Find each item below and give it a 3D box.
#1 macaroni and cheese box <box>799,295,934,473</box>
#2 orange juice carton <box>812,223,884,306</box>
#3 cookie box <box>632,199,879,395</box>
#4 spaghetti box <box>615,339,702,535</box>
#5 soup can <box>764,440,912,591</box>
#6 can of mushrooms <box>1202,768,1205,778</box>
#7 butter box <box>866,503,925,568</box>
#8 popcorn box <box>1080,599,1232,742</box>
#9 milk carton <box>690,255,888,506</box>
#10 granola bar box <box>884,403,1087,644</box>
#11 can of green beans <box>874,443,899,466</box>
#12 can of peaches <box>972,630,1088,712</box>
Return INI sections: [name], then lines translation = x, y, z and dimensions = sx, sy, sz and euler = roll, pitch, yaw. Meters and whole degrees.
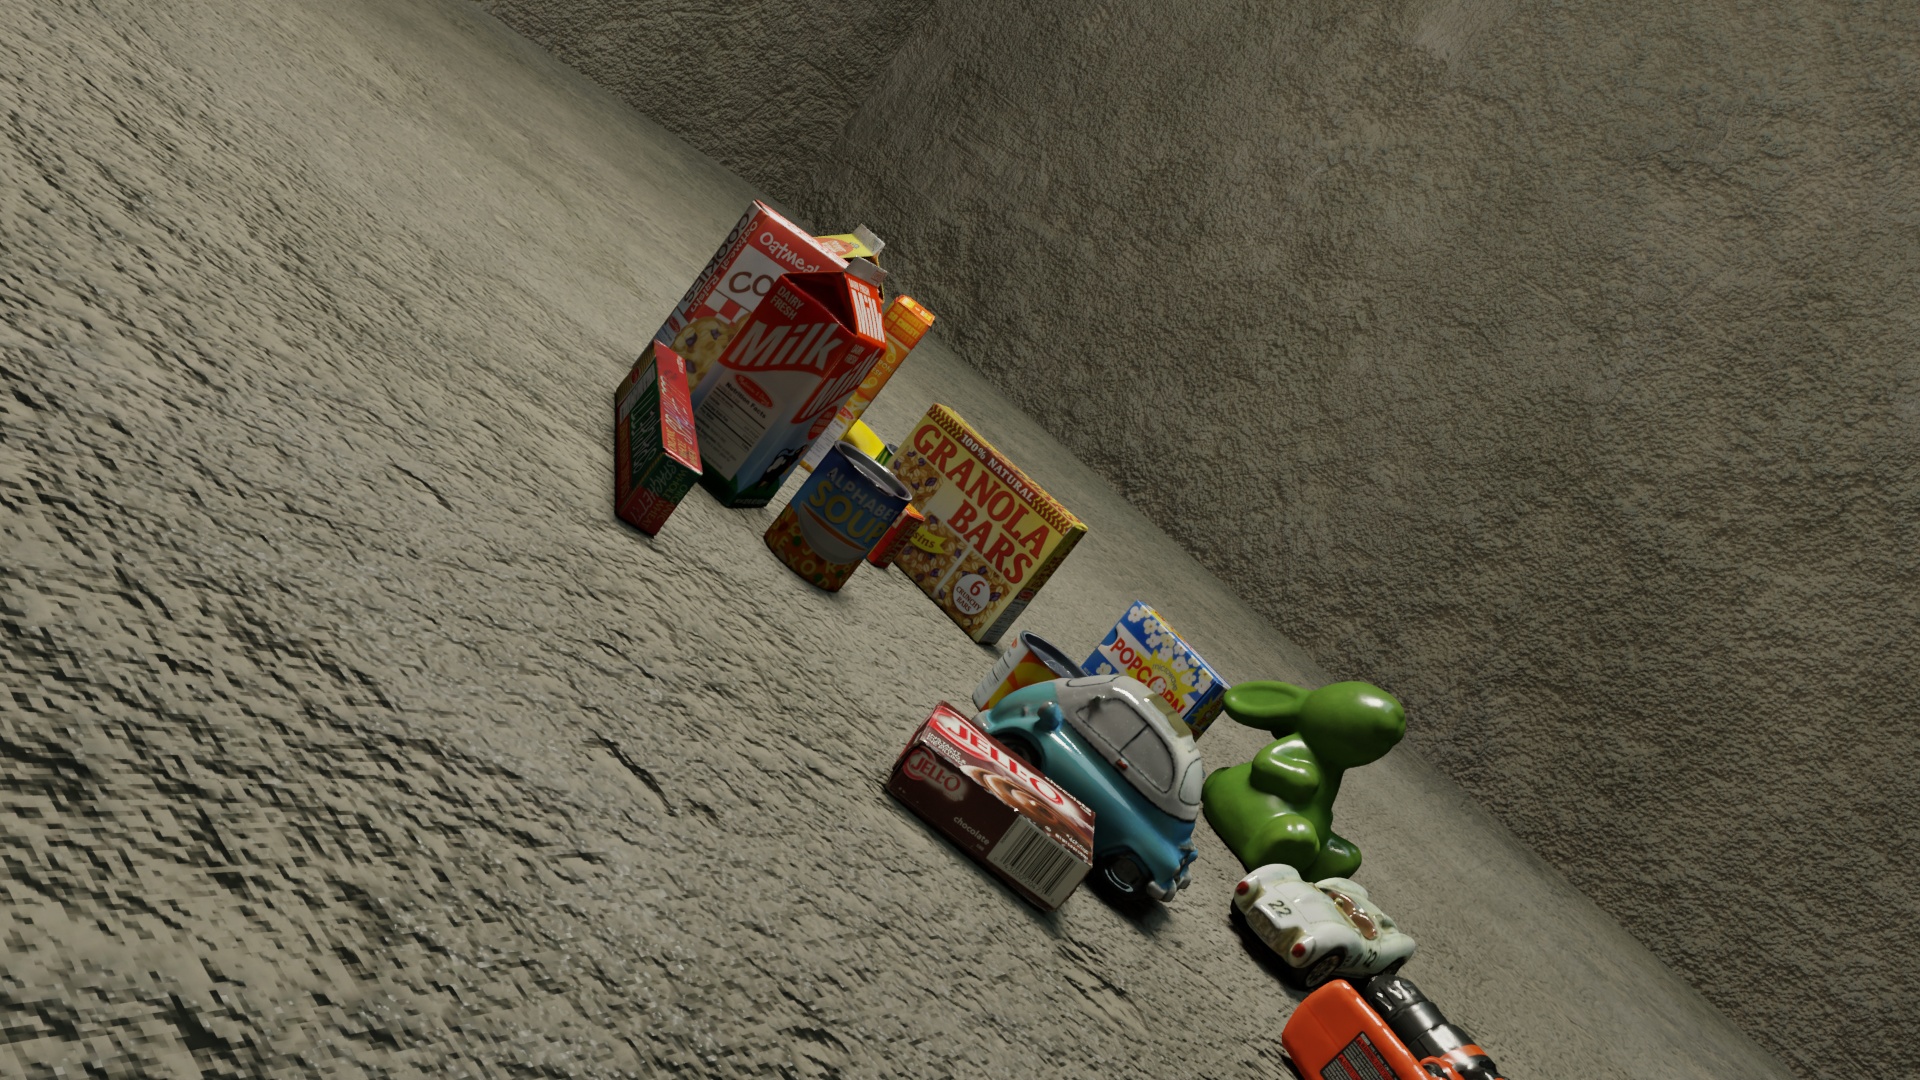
[macaroni and cheese box]
translation = -0.090, -0.144, 1.253
dimensions = 0.040, 0.166, 0.124
euler = 37, 10, -7
[orange juice carton]
translation = -0.139, -0.209, 1.291
dimensions = 0.073, 0.192, 0.072
euler = 32, 12, -33
[cookie box]
translation = -0.164, -0.172, 1.121
dimensions = 0.123, 0.167, 0.040
euler = 30, 13, -41
[spaghetti box]
translation = -0.199, -0.073, 0.901
dimensions = 0.028, 0.050, 0.251
euler = 34, 11, -24
[soup can]
translation = -0.084, -0.016, 0.952
dimensions = 0.071, 0.083, 0.071
euler = 37, 10, -8
[can of mushrooms]
translation = 0.155, 0.174, 1.093
dimensions = 0.071, 0.033, 0.071
euler = 37, 10, -8
[butter box]
translation = -0.078, -0.029, 1.115
dimensions = 0.104, 0.053, 0.024
euler = 45, 12, 33
[popcorn box]
translation = 0.173, 0.124, 1.225
dimensions = 0.038, 0.085, 0.127
euler = 30, 13, -42
[milk carton]
translation = -0.119, -0.118, 0.975
dimensions = 0.073, 0.190, 0.072
euler = 40, 10, 10
[granola bar box]
translation = 0.004, -0.014, 1.134
dimensions = 0.166, 0.124, 0.039
euler = 43, 11, 25
[can of green beans]
translation = -0.057, -0.044, 1.241
dimensions = 0.071, 0.057, 0.071
euler = 37, 10, -8
[can of peaches]
translation = 0.052, 0.107, 0.963
dimensions = 0.071, 0.058, 0.071
euler = 37, 10, -8
